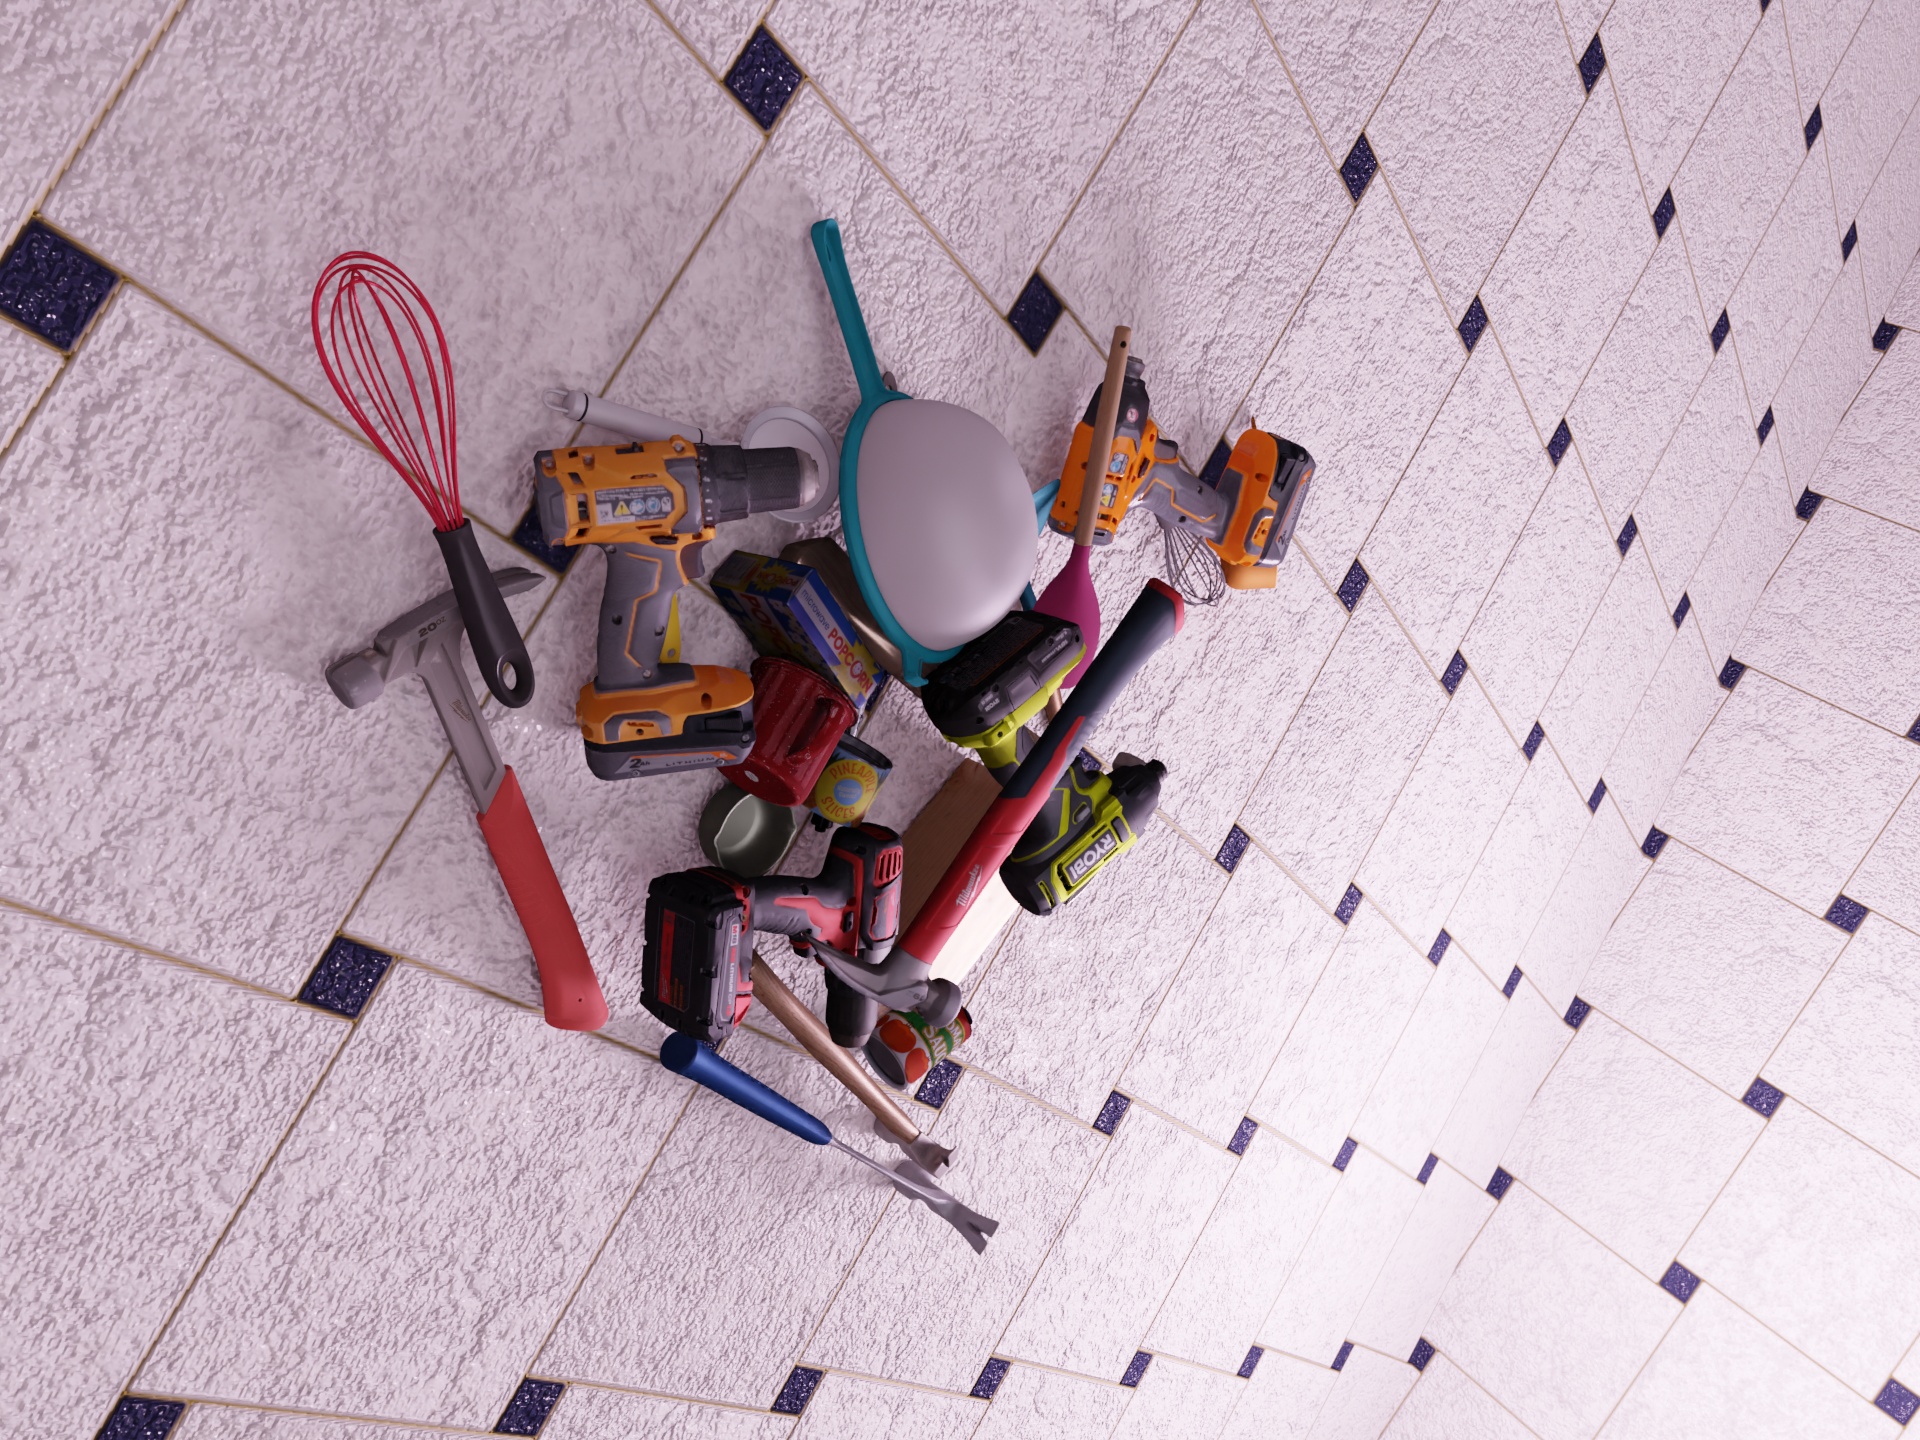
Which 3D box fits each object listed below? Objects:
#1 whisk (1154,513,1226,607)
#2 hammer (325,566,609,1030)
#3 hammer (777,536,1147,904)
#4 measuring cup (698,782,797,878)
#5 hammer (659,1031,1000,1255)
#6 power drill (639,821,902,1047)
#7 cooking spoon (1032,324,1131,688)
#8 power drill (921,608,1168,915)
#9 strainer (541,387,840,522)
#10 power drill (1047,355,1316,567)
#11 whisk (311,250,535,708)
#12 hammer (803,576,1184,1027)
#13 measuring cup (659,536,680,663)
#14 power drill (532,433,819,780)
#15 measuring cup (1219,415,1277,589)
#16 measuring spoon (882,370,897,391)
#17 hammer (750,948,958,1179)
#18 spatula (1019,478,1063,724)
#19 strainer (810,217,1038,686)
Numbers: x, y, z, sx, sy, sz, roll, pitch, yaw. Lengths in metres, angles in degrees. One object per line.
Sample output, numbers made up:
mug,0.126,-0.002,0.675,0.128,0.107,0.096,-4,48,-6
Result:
whisk,0.200,-0.193,1.513,0.055,0.055,0.238,-49,132,-19
hammer,-0.304,0.074,1.106,0.149,0.037,0.358,-36,131,-31
hammer,-0.002,-0.004,1.307,0.410,0.038,0.146,39,76,-32
measuring cup,-0.180,0.126,1.264,0.083,0.038,0.167,-6,114,-45
hammer,-0.112,0.371,1.401,0.405,0.144,0.035,44,75,-41
power drill,-0.136,0.185,1.244,0.226,0.080,0.188,-8,109,-48
cooking spoon,0.109,-0.176,1.359,0.068,0.017,0.318,4,110,-15
power drill,0.076,0.027,1.298,0.171,0.080,0.223,-40,121,-19
strainer,-0.177,-0.193,1.112,0.258,0.050,0.087,10,77,-43
power drill,0.200,-0.227,1.421,0.226,0.084,0.164,7,110,-26
whisk,-0.313,-0.135,0.958,0.073,0.073,0.295,-33,125,-32
hammer,0.038,0.050,1.211,0.143,0.038,0.386,33,93,-32
measuring cup,-0.206,-0.105,1.128,0.062,0.029,0.156,-22,120,-39
power drill,-0.185,-0.082,1.083,0.185,0.084,0.226,-8,116,-13
measuring cup,0.279,-0.215,1.582,0.095,0.052,0.173,22,61,-84
measuring spoon,-0.062,-0.211,1.249,0.034,0.018,0.124,-14,111,-48
hammer,-0.101,0.303,1.391,0.031,0.130,0.331,-48,128,-17
spatula,0.075,-0.074,1.435,0.082,0.044,0.317,-37,133,-25
strainer,-0.018,-0.210,1.179,0.211,0.095,0.340,-52,129,-55
